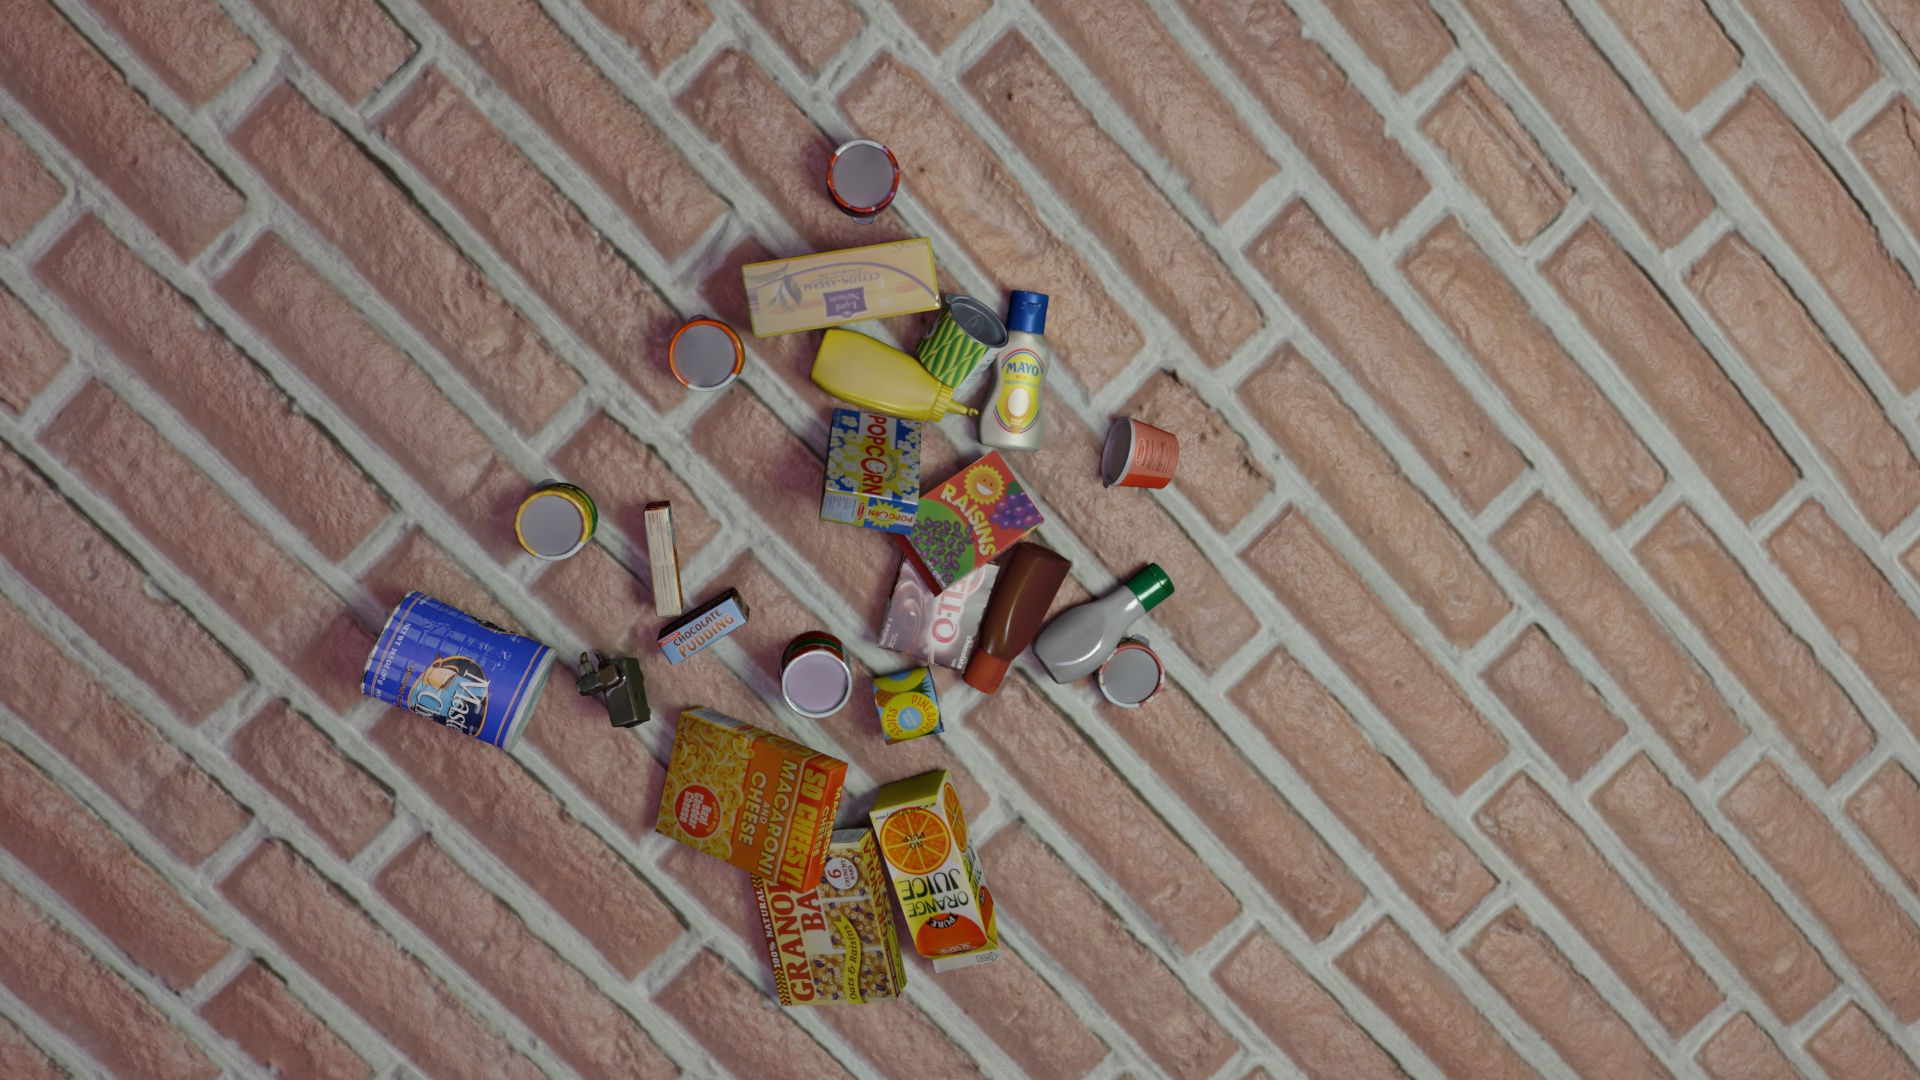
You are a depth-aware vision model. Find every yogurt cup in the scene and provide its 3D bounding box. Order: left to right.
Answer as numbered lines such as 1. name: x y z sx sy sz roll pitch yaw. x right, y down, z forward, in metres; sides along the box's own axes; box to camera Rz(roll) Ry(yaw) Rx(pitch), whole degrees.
1. yogurt cup: 0.172 -0.081 1.324 0.054 0.072 0.072 11 97 -16

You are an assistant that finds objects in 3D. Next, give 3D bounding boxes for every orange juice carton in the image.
1. orange juice carton: -0.020 0.328 1.346 0.072 0.073 0.192 -16 99 10

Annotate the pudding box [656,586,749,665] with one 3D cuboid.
1. pudding box: -0.241 0.080 1.306 0.084 0.050 0.030 -30 102 -1

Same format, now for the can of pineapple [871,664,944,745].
1. can of pineapple: -0.050 0.158 1.328 0.058 0.071 0.071 -14 99 -3

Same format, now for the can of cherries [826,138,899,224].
1. can of cherries: -0.088 -0.326 1.262 0.071 0.058 0.071 -1 98 -6

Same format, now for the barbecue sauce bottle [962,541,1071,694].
1. barbecue sauce bottle: 0.050 0.076 1.335 0.065 0.044 0.148 15 105 -51

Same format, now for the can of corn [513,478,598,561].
1. can of corn: -0.371 -0.020 1.273 0.071 0.058 0.071 -1 98 -7

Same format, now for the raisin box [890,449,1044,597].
1. raisin box: 0.005 -0.016 1.301 0.124 0.040 0.086 -34 86 -18

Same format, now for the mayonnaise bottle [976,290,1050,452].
1. mayonnaise bottle: 0.055 -0.160 1.309 0.065 0.041 0.147 7 98 -9

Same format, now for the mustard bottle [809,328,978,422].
1. mustard bottle: -0.059 -0.145 1.295 0.160 0.049 0.065 22 90 -9

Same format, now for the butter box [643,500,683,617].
1. butter box: -0.276 0.017 1.291 0.024 0.053 0.103 -7 99 -8

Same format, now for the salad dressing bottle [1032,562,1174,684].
1. salad dressing bottle: 0.140 0.079 1.346 0.148 0.064 0.043 -36 140 -7

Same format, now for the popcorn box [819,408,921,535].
1. popcorn box: -0.081 -0.065 1.267 0.085 0.127 0.038 10 130 -8

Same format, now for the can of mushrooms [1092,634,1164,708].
1. can of mushrooms: 0.166 0.128 1.366 0.071 0.033 0.071 -1 98 -5

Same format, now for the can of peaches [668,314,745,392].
1. can of peaches: -0.232 -0.171 1.267 0.071 0.058 0.071 -1 99 -6

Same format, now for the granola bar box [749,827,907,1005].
1. granola bar box: -0.129 0.364 1.342 0.124 0.039 0.165 -8 99 18

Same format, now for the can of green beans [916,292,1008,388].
1. can of green beans: 0.001 -0.182 1.279 0.071 0.071 0.057 35 125 -10

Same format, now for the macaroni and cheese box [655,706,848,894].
1. macaroni and cheese box: -0.196 0.240 1.298 0.166 0.040 0.123 17 99 21

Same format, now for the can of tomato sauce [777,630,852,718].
1. can of tomato sauce: -0.138 0.126 1.306 0.071 0.083 0.071 -1 98 -7
